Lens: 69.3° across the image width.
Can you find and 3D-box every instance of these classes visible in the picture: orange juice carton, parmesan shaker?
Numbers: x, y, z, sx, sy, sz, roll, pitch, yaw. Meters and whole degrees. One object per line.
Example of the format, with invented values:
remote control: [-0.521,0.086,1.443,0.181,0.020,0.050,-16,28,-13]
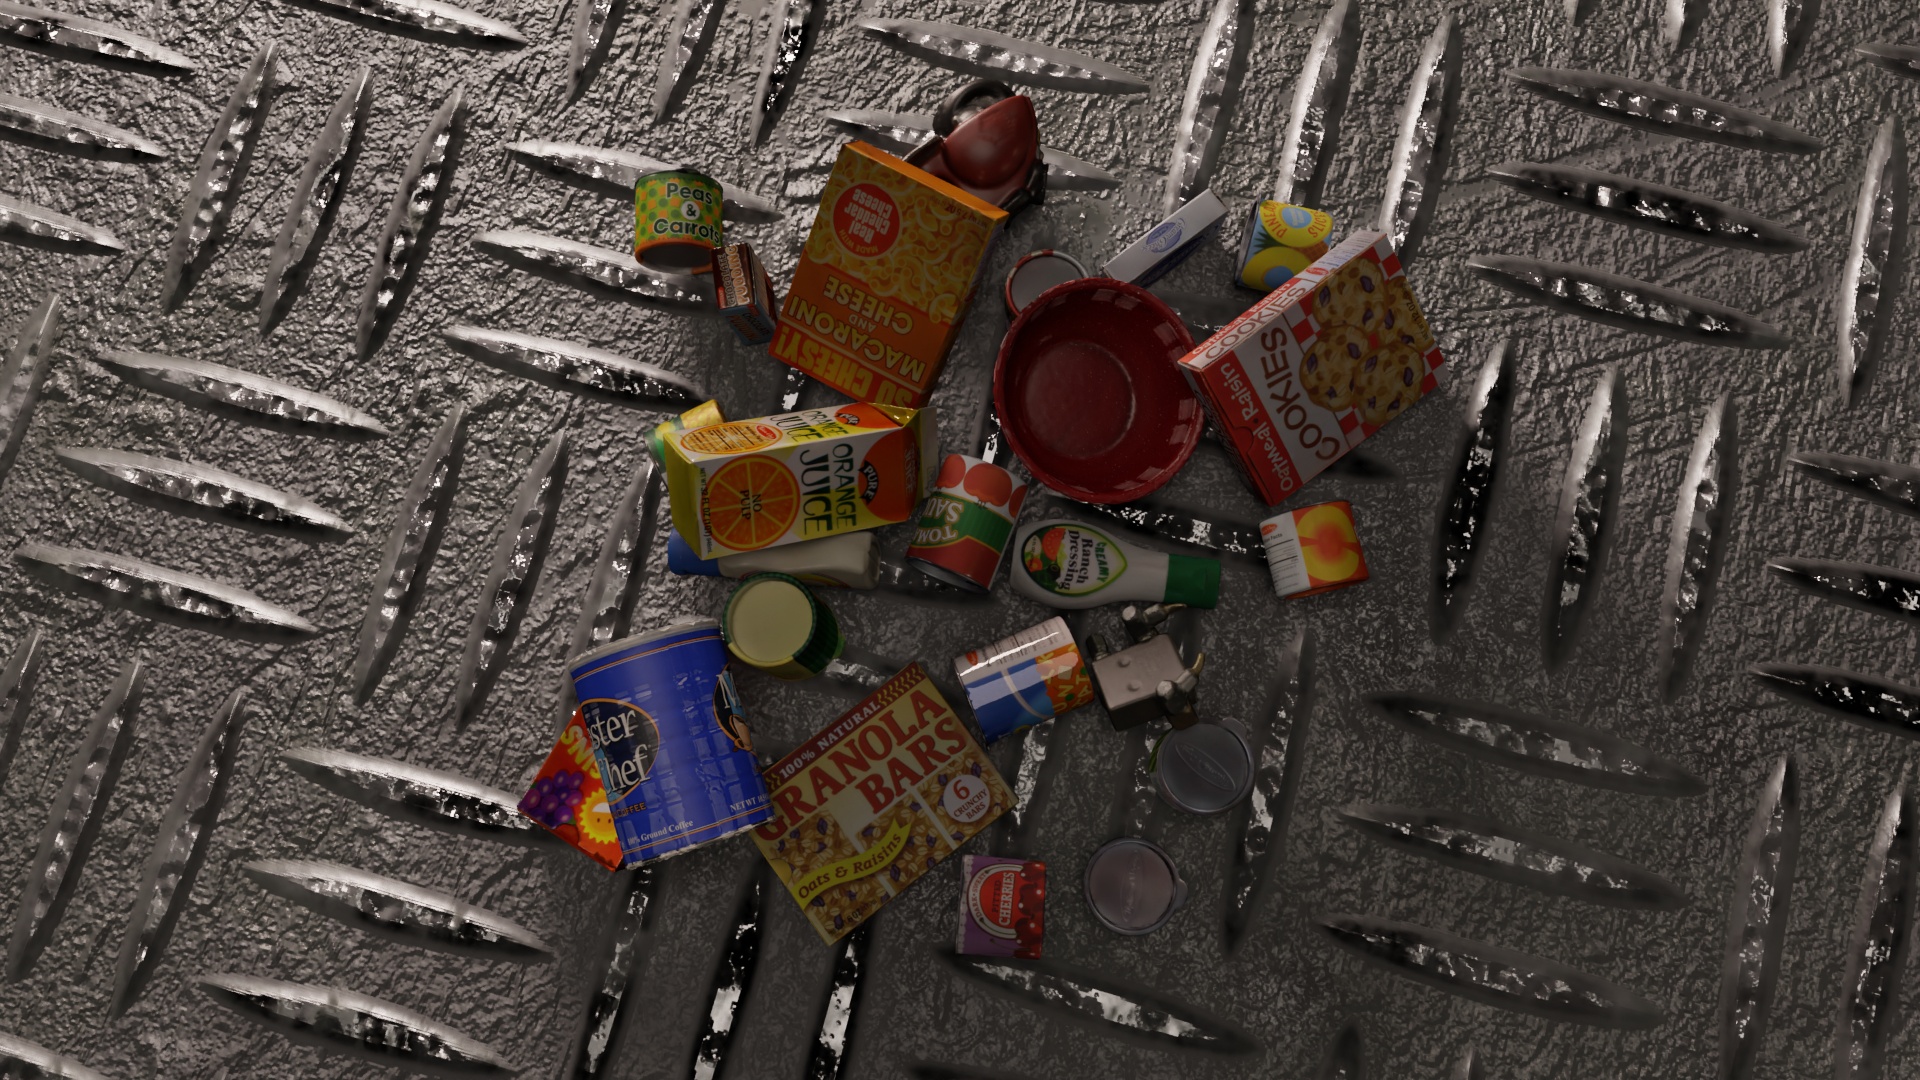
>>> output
orange juice carton: [-0.103,-0.048,0.974,0.193,0.073,0.071,-11,115,-23]
parmesan shaker: [-0.121,0.061,0.968,0.071,0.103,0.071,0,79,2]

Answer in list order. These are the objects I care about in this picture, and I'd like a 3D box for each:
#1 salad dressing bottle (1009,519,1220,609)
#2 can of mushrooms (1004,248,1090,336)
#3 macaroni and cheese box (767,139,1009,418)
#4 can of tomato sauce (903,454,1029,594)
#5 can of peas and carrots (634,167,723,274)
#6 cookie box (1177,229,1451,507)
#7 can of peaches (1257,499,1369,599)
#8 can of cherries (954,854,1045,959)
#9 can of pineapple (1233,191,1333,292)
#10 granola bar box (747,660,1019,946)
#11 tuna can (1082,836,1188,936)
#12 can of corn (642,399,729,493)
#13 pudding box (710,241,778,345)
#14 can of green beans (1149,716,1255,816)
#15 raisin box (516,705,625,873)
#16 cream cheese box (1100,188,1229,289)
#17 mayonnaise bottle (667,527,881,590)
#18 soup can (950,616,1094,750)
salad dressing bottle: [0.111,0.022,0.998,0.148,0.044,0.064,8,75,3]
can of mushrooms: [0.064,-0.182,1.044,0.071,0.033,0.071,0,80,1]
macaroni and cheese box: [-0.054,-0.185,1.004,0.124,0.040,0.165,28,115,8]
can of tomato sauce: [0.004,-0.012,0.996,0.071,0.071,0.083,21,80,6]
can of peas and carrots: [-0.211,-0.239,1.045,0.071,0.071,0.059,-2,80,2]
cookie box: [0.254,-0.123,0.993,0.167,0.040,0.122,-36,114,-5]
can of peaches: [0.253,0.007,0.985,0.071,0.071,0.058,-12,79,0]
can of cherries: [0.028,0.249,0.943,0.058,0.071,0.071,4,80,3]
can of pineapple: [0.239,-0.217,1.027,0.058,0.071,0.071,14,80,4]
granola bar box: [-0.060,0.183,0.975,0.166,0.039,0.124,-37,80,-5]
tuna can: [0.120,0.239,0.962,0.071,0.032,0.071,0,79,2]
can of corn: [-0.191,-0.064,1.014,0.058,0.071,0.071,-27,80,-4]
pudding box: [-0.158,-0.181,1.026,0.030,0.083,0.050,-10,80,3]
can of green beans: [0.166,0.157,0.963,0.071,0.057,0.071,0,79,2]
raisin box: [-0.243,0.159,0.986,0.086,0.040,0.123,30,82,6]
cream cheese box: [0.150,-0.216,1.038,0.104,0.053,0.024,-37,83,-5]
mayonnaise bottle: [-0.134,0.011,1.001,0.148,0.064,0.041,3,77,6]
soup can: [0.045,0.101,0.975,0.084,0.071,0.071,-22,80,-3]
